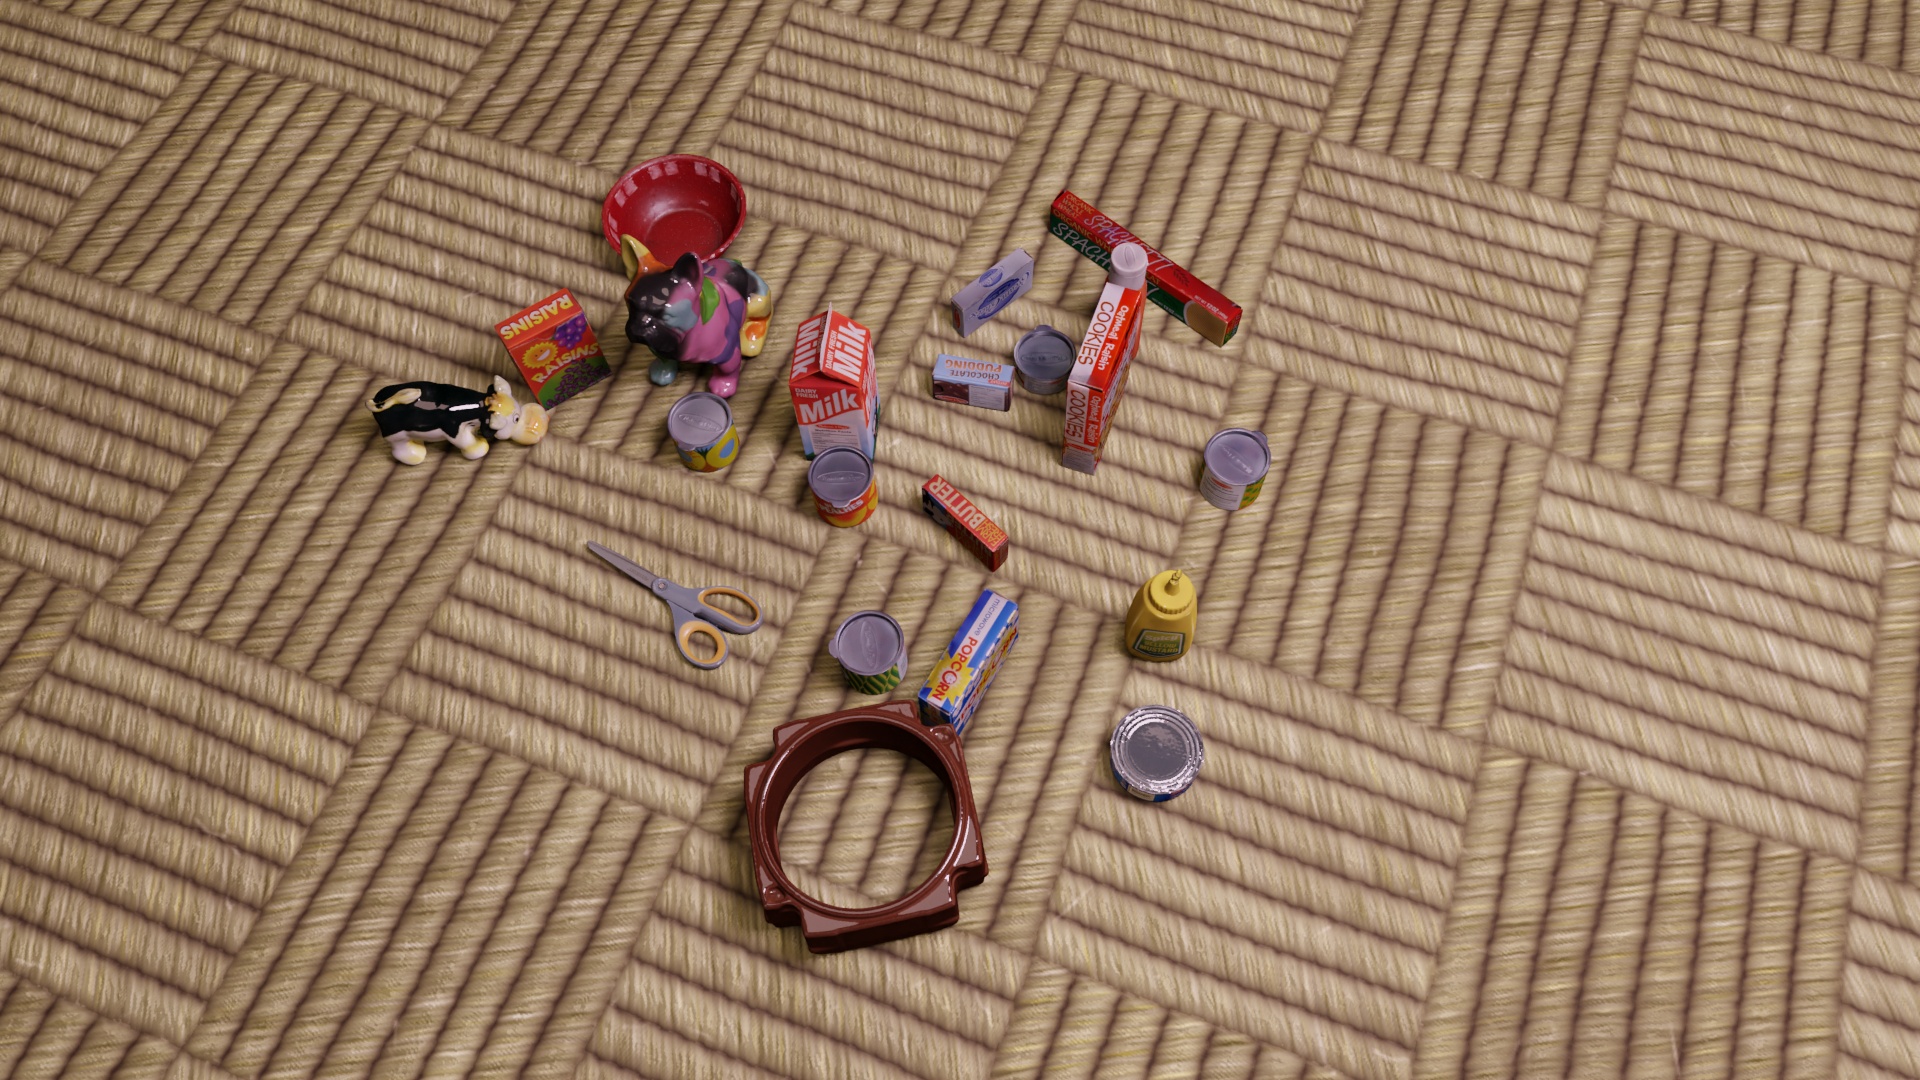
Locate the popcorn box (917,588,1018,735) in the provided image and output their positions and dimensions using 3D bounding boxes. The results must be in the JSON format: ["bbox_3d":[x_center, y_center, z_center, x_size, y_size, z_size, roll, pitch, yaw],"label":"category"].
[{"bbox_3d":[0.009,0.118,1.305,0.038,0.085,0.127,28,68,14],"label":"popcorn box"}]

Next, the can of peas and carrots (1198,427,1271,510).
[{"bbox_3d":[0.278,-0.073,1.408,0.071,0.058,0.071,-1,64,1],"label":"can of peas and carrots"}]

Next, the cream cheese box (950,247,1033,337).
[{"bbox_3d":[0.034,-0.270,1.514,0.104,0.053,0.024,-39,69,-16],"label":"cream cheese box"}]

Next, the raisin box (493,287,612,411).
[{"bbox_3d":[-0.423,-0.197,1.449,0.086,0.123,0.040,-31,67,-13],"label":"raisin box"}]

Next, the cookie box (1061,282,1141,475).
[{"bbox_3d":[0.141,-0.159,1.393,0.040,0.166,0.123,17,66,10],"label":"cookie box"}]

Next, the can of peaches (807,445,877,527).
[{"bbox_3d":[-0.119,-0.052,1.407,0.071,0.057,0.071,-1,64,1],"label":"can of peaches"}]

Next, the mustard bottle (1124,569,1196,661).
[{"bbox_3d":[0.188,0.065,1.285,0.065,0.159,0.049,5,64,4],"label":"mustard bottle"}]

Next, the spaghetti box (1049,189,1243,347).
[{"bbox_3d":[0.199,-0.300,1.527,0.250,0.050,0.029,38,71,18],"label":"spaghetti box"}]

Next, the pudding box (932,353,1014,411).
[{"bbox_3d":[0.014,-0.166,1.465,0.084,0.049,0.030,10,65,6],"label":"pudding box"}]

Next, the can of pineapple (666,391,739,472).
[{"bbox_3d":[-0.267,-0.110,1.439,0.071,0.057,0.071,-1,64,1],"label":"can of pineapple"}]

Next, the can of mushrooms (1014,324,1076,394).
[{"bbox_3d":[0.090,-0.193,1.485,0.071,0.033,0.071,0,64,1],"label":"can of mushrooms"}]

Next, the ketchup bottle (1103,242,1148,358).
[{"bbox_3d":[0.171,-0.251,1.448,0.043,0.148,0.065,-6,64,-2],"label":"ketchup bottle"}]

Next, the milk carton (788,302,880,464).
[{"bbox_3d":[-0.125,-0.154,1.384,0.073,0.189,0.072,4,64,3],"label":"milk carton"}]

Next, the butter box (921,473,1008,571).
[{"bbox_3d":[0.005,-0.017,1.389,0.024,0.053,0.103,-42,70,-17],"label":"butter box"}]

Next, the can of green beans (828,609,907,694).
[{"bbox_3d":[-0.085,0.108,1.327,0.071,0.057,0.071,-1,64,1],"label":"can of green beans"}]
